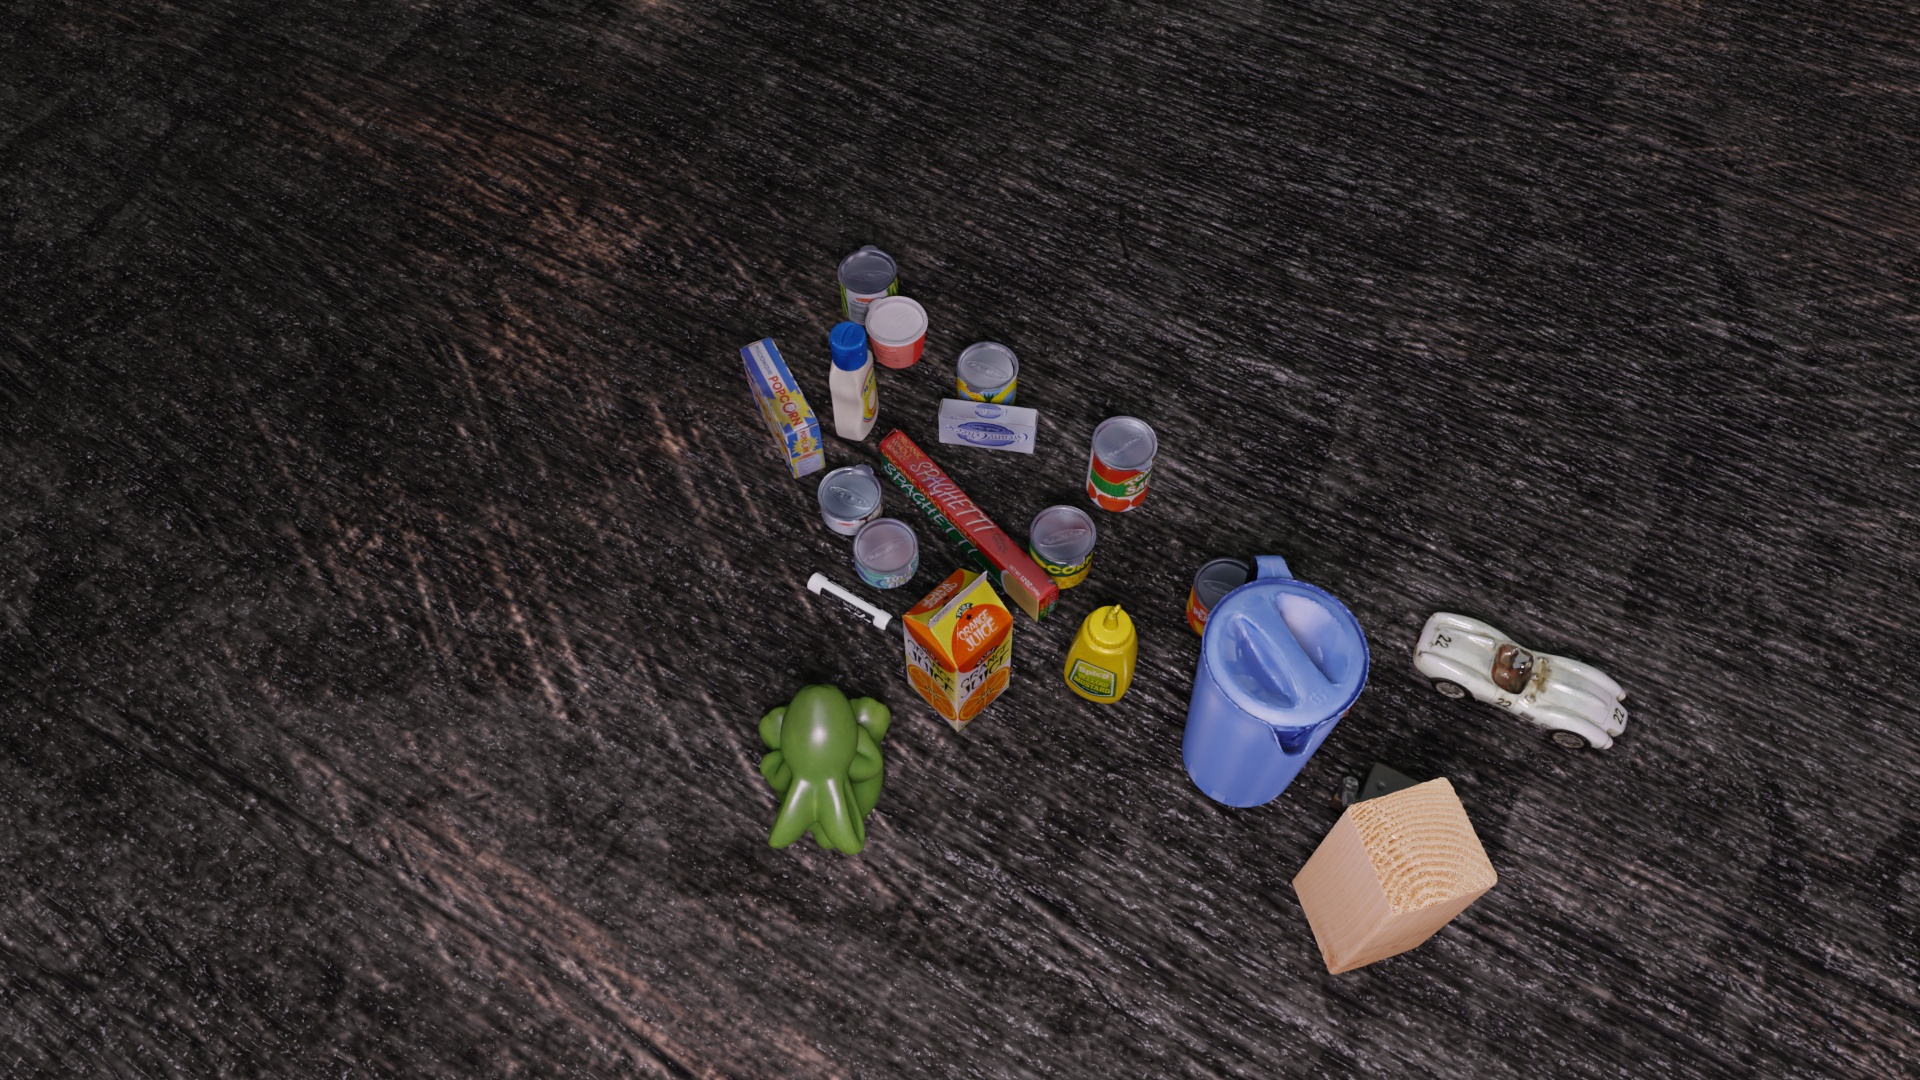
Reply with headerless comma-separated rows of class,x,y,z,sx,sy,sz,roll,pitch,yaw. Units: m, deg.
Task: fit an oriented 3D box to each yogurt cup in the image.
yogurt cup,-0.070,-0.227,1.533,0.072,0.053,0.073,0,60,0

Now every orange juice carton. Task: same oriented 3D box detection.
orange juice carton,-0.002,0.094,1.268,0.072,0.191,0.073,-40,68,-20

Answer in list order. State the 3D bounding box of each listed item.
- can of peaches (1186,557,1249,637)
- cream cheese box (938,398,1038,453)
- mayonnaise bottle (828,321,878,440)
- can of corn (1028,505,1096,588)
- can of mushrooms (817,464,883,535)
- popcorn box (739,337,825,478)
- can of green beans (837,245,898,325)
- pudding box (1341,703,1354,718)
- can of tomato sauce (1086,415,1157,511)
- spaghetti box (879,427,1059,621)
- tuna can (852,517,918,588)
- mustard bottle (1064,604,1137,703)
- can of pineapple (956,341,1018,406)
can of peaches,0.257,0.061,1.365,0.071,0.057,0.071,0,60,0
cream cheese box,0.029,-0.121,1.472,0.104,0.053,0.024,7,61,4
mayonnaise bottle,-0.112,-0.168,1.445,0.041,0.147,0.065,15,61,8
can of corn,0.102,0.010,1.394,0.071,0.058,0.071,0,60,0
can of mushrooms,-0.112,-0.042,1.438,0.071,0.033,0.071,0,60,0
popcorn box,-0.187,-0.140,1.465,0.038,0.084,0.127,-24,63,-13
can of green beans,-0.103,-0.285,1.564,0.071,0.057,0.071,0,60,0
pudding box,0.343,0.129,1.330,0.030,0.049,0.084,-22,63,-12
can of tomato sauce,0.166,-0.077,1.430,0.071,0.082,0.071,0,60,0
spaghetti box,0.005,-0.018,1.414,0.029,0.050,0.250,-37,66,-19
tuna can,-0.074,0.015,1.405,0.071,0.032,0.071,0,60,0
mustard bottle,0.132,0.099,1.284,0.065,0.159,0.049,20,62,11
can of pineapple,0.027,-0.171,1.499,0.071,0.057,0.071,0,60,0
